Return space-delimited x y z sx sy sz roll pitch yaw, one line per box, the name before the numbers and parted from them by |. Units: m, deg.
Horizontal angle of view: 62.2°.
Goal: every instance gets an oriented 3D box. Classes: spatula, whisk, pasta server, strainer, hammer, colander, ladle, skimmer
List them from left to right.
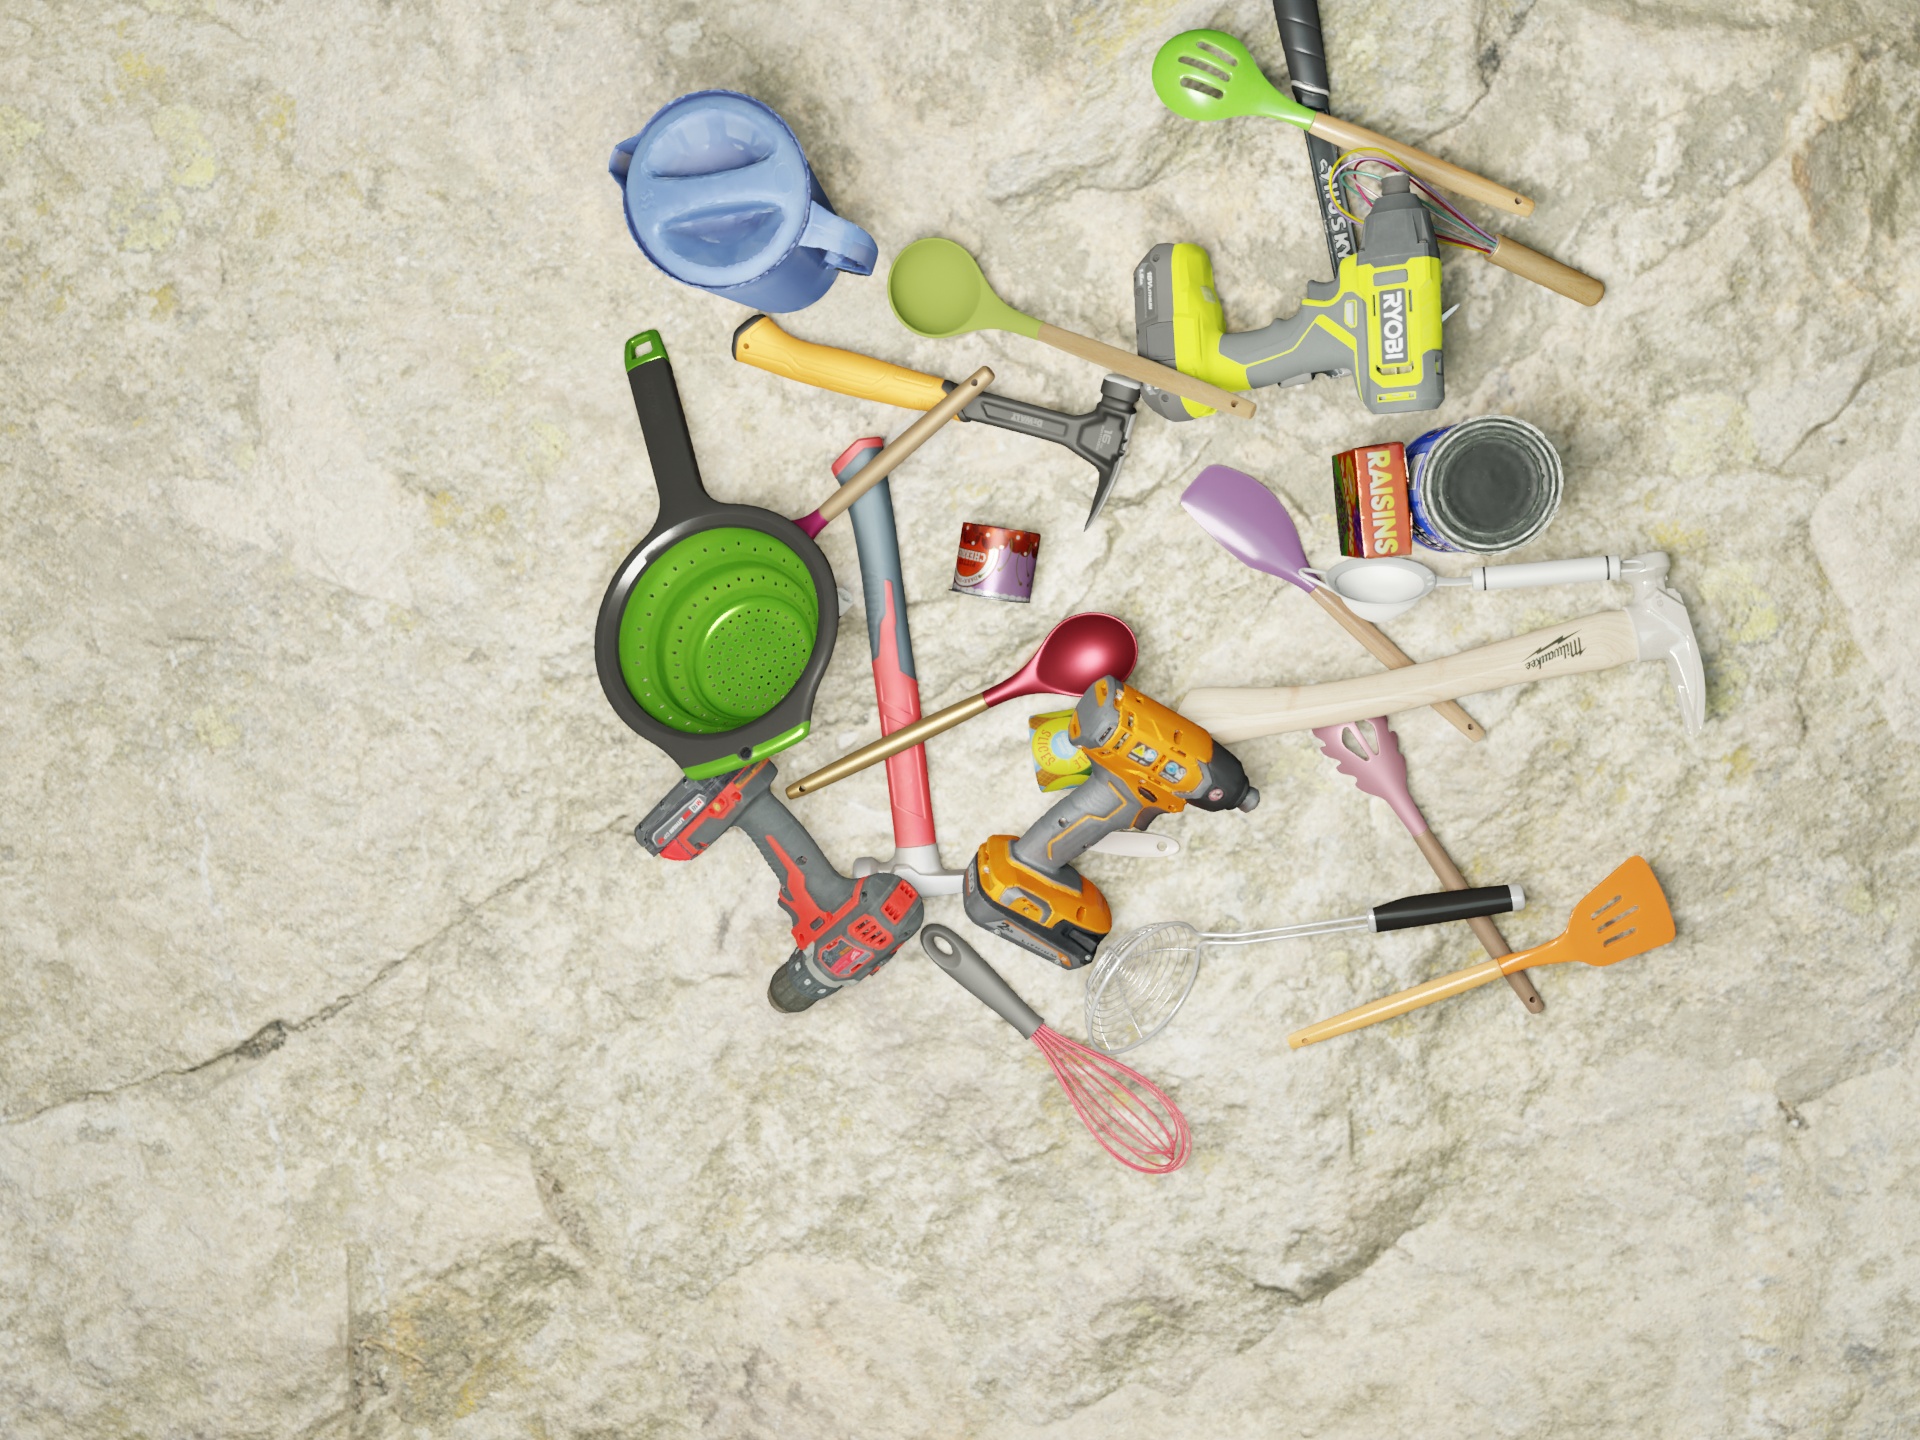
colander | -0.203 -0.136 1.300 0.204 0.094 0.397 -21 70 9
hammer | -0.040 -0.044 1.331 0.143 0.038 0.386 -6 96 5
hammer | -0.028 -0.259 1.299 0.337 0.034 0.127 17 113 7
ladle | -0.002 -0.004 1.303 0.315 0.031 0.069 -25 96 7
whisk | 0.078 0.277 1.352 0.296 0.073 0.073 42 99 6
ladle | 0.081 -0.296 1.232 0.320 0.062 0.078 27 99 23
skimmer | 0.278 0.196 1.292 0.363 0.090 0.127 -10 135 9
hammer | 0.284 -0.478 1.250 0.149 0.036 0.409 -12 95 6
spatula | 0.311 -0.094 1.302 0.316 0.018 0.060 43 91 0
hammer | 0.375 -0.021 1.265 0.410 0.038 0.146 -12 80 4
pasta server | 0.393 0.111 1.316 0.060 0.040 0.316 -34 97 8
strainer | 0.399 -0.108 1.250 0.258 0.087 0.050 -4 120 17
spatula | 0.420 0.208 1.308 0.322 0.041 0.081 -25 101 18
whisk | 0.393 -0.376 1.223 0.245 0.051 0.047 19 80 -14

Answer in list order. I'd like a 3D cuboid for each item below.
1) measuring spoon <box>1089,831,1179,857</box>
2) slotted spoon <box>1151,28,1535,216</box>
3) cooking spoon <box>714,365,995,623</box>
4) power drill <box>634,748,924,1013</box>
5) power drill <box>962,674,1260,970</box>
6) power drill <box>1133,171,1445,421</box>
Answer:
measuring spoon | 0.123 0.102 1.348 0.124 0.018 0.034 5 97 -2
slotted spoon | 0.295 -0.453 1.222 0.314 0.031 0.070 22 95 0
cooking spoon | -0.092 -0.182 1.290 0.319 0.017 0.069 -37 82 25
power drill | -0.159 0.137 1.321 0.226 0.080 0.188 44 128 -5
power drill | 0.120 0.089 1.263 0.164 0.084 0.226 28 115 -16
power drill | 0.251 -0.313 1.209 0.223 0.080 0.171 0 99 28
